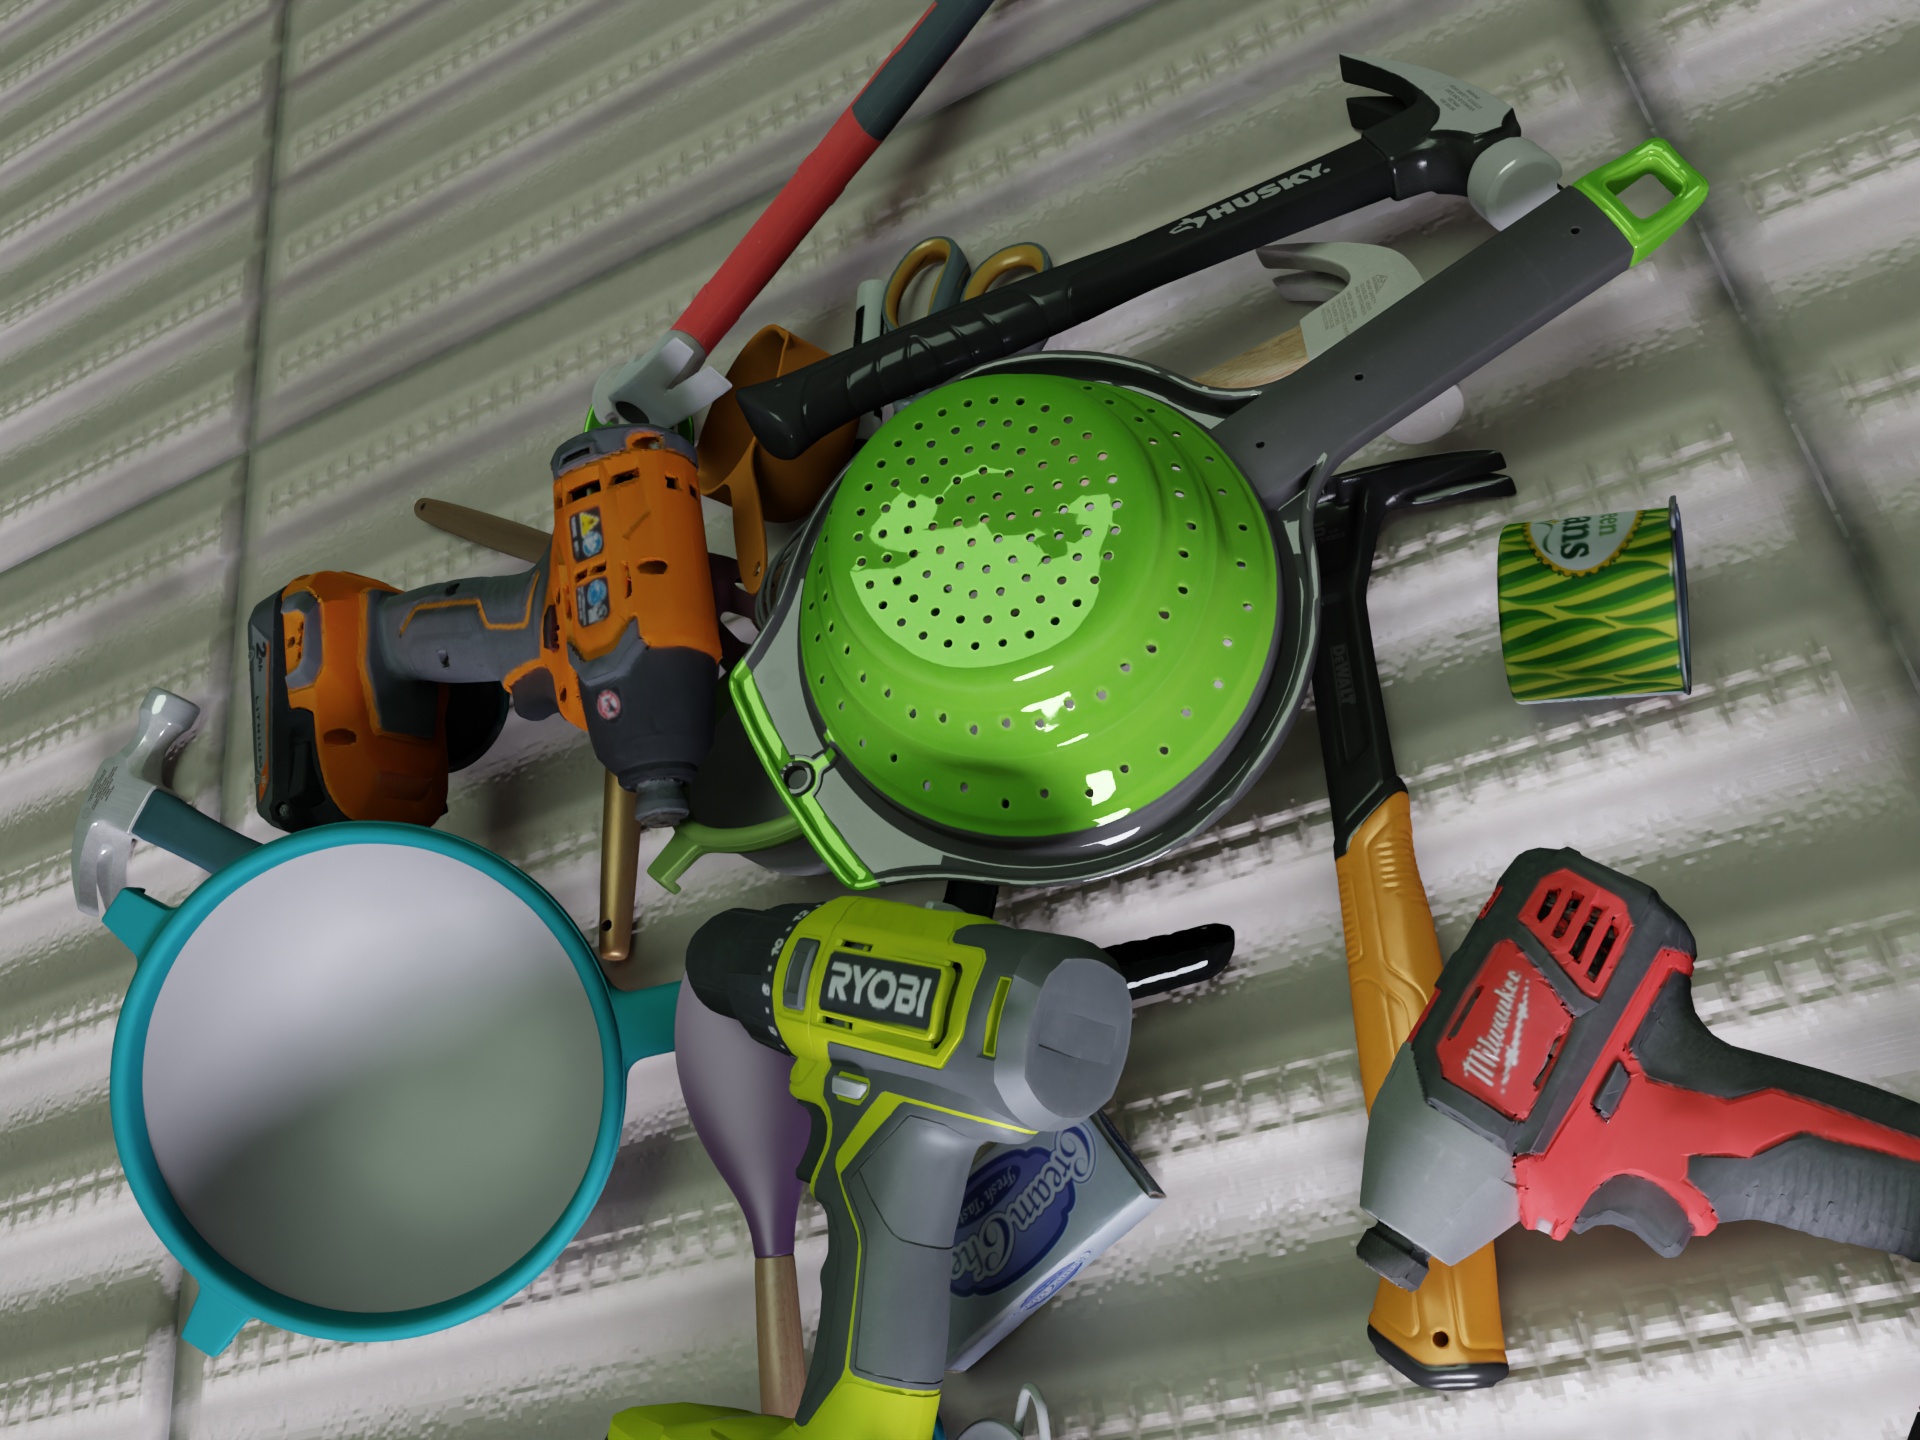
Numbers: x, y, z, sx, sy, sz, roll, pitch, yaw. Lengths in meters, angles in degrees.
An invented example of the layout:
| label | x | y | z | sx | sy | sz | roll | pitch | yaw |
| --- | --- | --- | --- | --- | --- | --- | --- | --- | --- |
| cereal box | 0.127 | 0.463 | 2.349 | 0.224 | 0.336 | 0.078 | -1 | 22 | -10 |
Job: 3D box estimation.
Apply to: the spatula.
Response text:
| label | x | y | z | sx | sy | sz | roll | pitch | yaw |
| --- | --- | --- | --- | --- | --- | --- | --- | --- | --- |
| spatula | -0.070 | 0.229 | 0.599 | 0.060 | 0.018 | 0.316 | -7 | 74 | -1 |

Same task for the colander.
| label | x | y | z | sx | sy | sz | roll | pitch | yaw |
| --- | --- | --- | --- | --- | --- | --- | --- | --- | --- |
| colander | 0.086 | -0.097 | 0.545 | 0.397 | 0.094 | 0.205 | -34 | 68 | 3 |

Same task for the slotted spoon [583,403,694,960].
| label | x | y | z | sx | sy | sz | roll | pitch | yaw |
| --- | --- | --- | --- | --- | --- | --- | --- | --- | --- |
| slotted spoon | -0.164 | -0.036 | 0.788 | 0.070 | 0.031 | 0.314 | -12 | 66 | 23 |

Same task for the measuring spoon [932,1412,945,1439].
| label | x | y | z | sx | sy | sz | roll | pitch | yaw |
| --- | --- | --- | --- | --- | --- | --- | --- | --- | --- |
| measuring spoon | -0.027 | 0.307 | 0.576 | 0.042 | 0.021 | 0.129 | 1 | 78 | 25 |

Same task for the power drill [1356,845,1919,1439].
| label | x | y | z | sx | sy | sz | roll | pitch | yaw |
| --- | --- | --- | --- | --- | --- | --- | --- | --- | --- |
| power drill | 0.228 | 0.144 | 0.454 | 0.220 | 0.078 | 0.143 | 30 | 81 | 27 |

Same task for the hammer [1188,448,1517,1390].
| label | x | y | z | sx | sy | sz | roll | pitch | yaw |
| --- | --- | --- | --- | --- | --- | --- | --- | --- | --- |
| hammer | 0.160 | 0.058 | 0.573 | 0.127 | 0.034 | 0.337 | -13 | 63 | 23 |

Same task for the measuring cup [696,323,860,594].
| label | x | y | z | sx | sy | sz | roll | pitch | yaw |
| --- | --- | --- | --- | --- | --- | --- | --- | --- | --- |
| measuring cup | -0.079 | -0.109 | 0.732 | 0.095 | 0.052 | 0.174 | -48 | 35 | 32 |

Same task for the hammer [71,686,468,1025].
| label | x | y | z | sx | sy | sz | roll | pitch | yaw |
| --- | --- | --- | --- | --- | --- | --- | --- | --- | --- |
| hammer | -0.362 | 0.081 | 0.836 | 0.331 | 0.033 | 0.128 | 18 | 77 | 32 |

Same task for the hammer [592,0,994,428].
| label | x | y | z | sx | sy | sz | roll | pitch | yaw |
| --- | --- | --- | --- | --- | --- | --- | --- | --- | --- |
| hammer | -0.042 | -0.298 | 0.784 | 0.386 | 0.038 | 0.143 | -55 | 22 | -14 |

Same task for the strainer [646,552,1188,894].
| label | x | y | z | sx | sy | sz | roll | pitch | yaw |
| --- | --- | --- | --- | --- | --- | --- | --- | --- | --- |
| strainer | -0.001 | -0.002 | 0.652 | 0.256 | 0.069 | 0.152 | -19 | 36 | 22 |

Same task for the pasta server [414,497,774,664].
| label | x | y | z | sx | sy | sz | roll | pitch | yaw |
| --- | --- | --- | --- | --- | --- | --- | --- | --- | --- |
| pasta server | -0.199 | -0.080 | 0.796 | 0.316 | 0.040 | 0.060 | 20 | 77 | 47 |

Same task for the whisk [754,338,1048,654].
| label | x | y | z | sx | sy | sz | roll | pitch | yaw |
| --- | --- | --- | --- | --- | --- | --- | --- | --- | --- |
| whisk | -0.014 | -0.115 | 0.685 | 0.055 | 0.055 | 0.239 | 15 | 59 | 32 |

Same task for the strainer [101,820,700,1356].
| label | x | y | z | sx | sy | sz | roll | pitch | yaw |
| --- | --- | --- | --- | --- | --- | --- | --- | --- | --- |
| strainer | -0.178 | 0.134 | 0.688 | 0.340 | 0.095 | 0.211 | -12 | 88 | -1 |

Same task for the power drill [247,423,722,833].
| label | x | y | z | sx | sy | sz | roll | pitch | yaw |
| --- | --- | --- | --- | --- | --- | --- | --- | --- | --- |
| power drill | -0.200 | -0.014 | 0.683 | 0.226 | 0.084 | 0.164 | -18 | 72 | 26 |

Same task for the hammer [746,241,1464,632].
| label | x | y | z | sx | sy | sz | roll | pitch | yaw |
| --- | --- | --- | --- | --- | --- | --- | --- | --- | --- |
| hammer | 0.046 | -0.112 | 0.695 | 0.331 | 0.031 | 0.130 | -22 | 44 | 23 |

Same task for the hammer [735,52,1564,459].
| label | x | y | z | sx | sy | sz | roll | pitch | yaw |
| --- | --- | --- | --- | --- | --- | --- | --- | --- | --- |
| hammer | 0.062 | -0.189 | 0.669 | 0.335 | 0.035 | 0.146 | -22 | 40 | 4 |

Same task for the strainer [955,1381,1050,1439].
| label | x | y | z | sx | sy | sz | roll | pitch | yaw |
| --- | --- | --- | --- | --- | --- | --- | --- | --- | --- |
| strainer | -0.010 | 0.337 | 0.524 | 0.258 | 0.050 | 0.087 | -66 | 27 | 4 |

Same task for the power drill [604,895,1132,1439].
| label | x | y | z | sx | sy | sz | roll | pitch | yaw |
| --- | --- | --- | --- | --- | --- | --- | --- | --- | --- |
| power drill | -0.048 | 0.171 | 0.540 | 0.191 | 0.080 | 0.228 | 1 | 73 | 44 |
